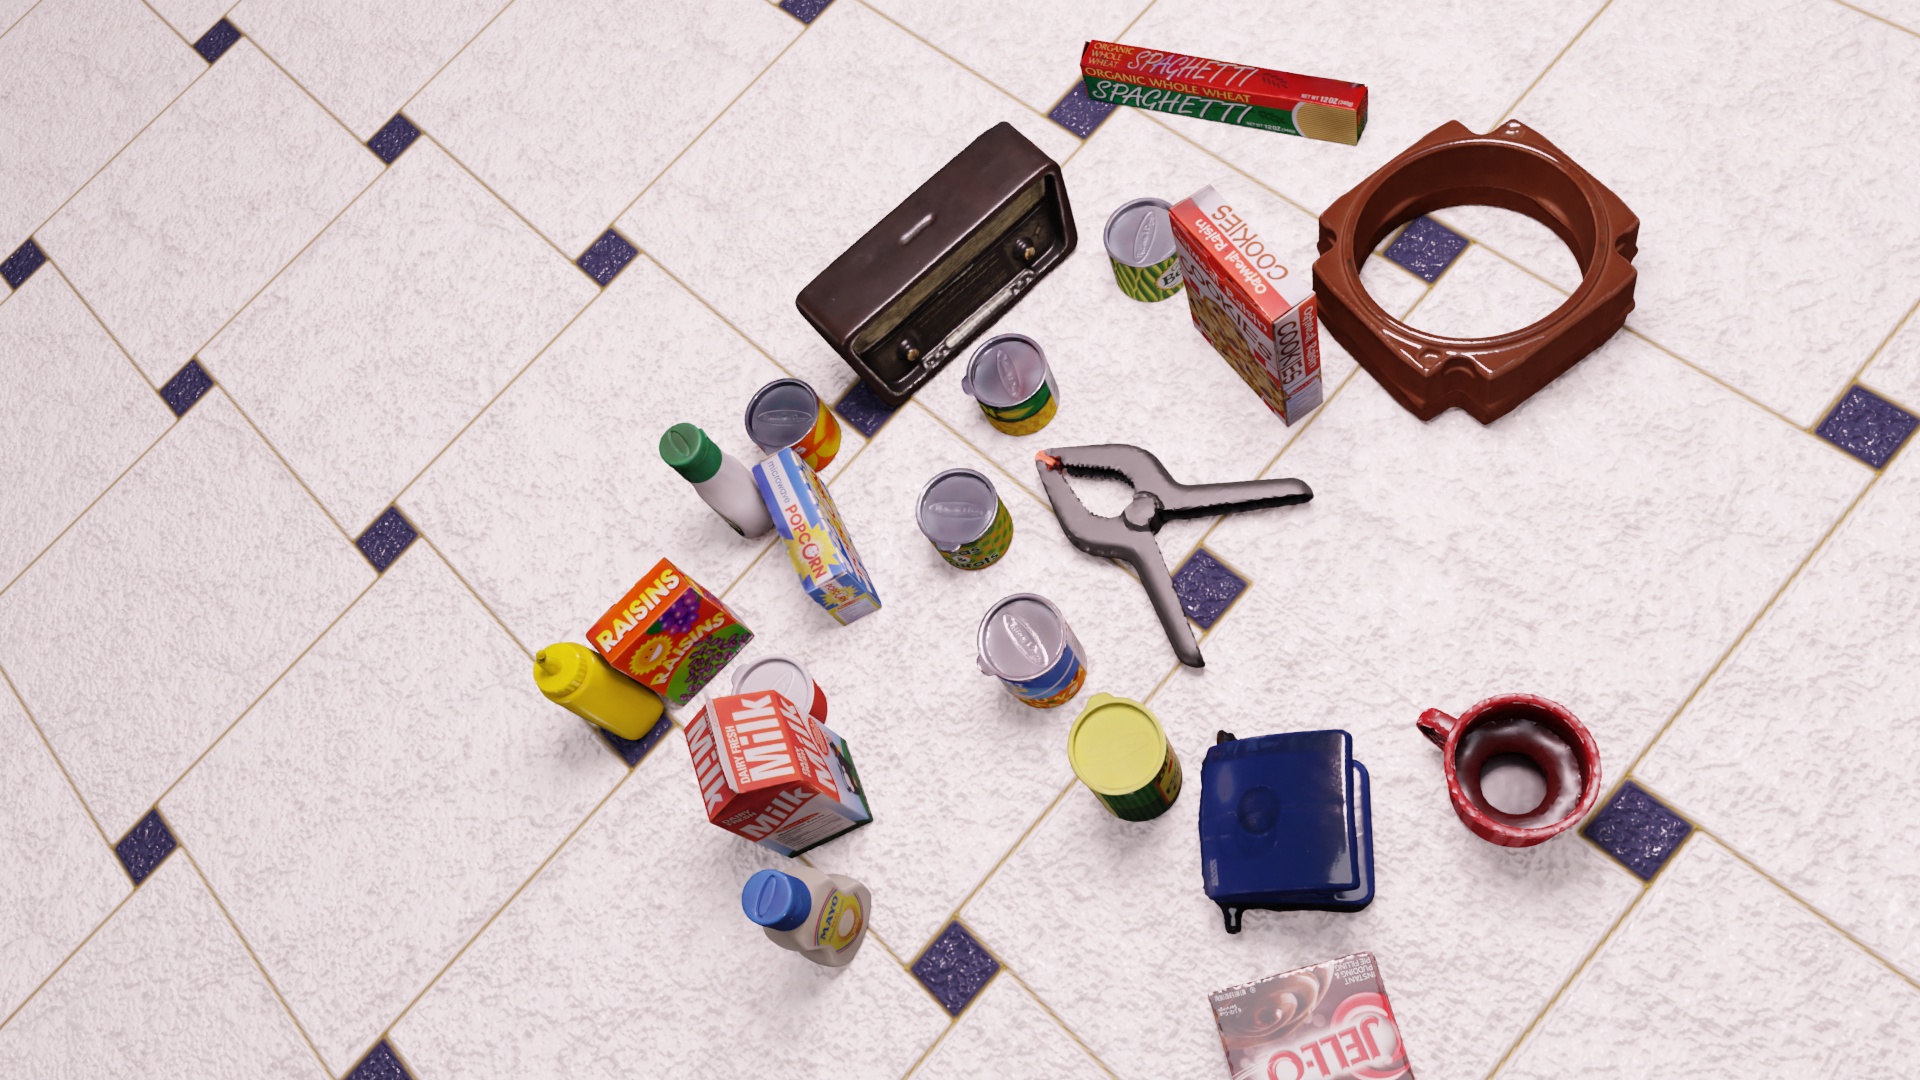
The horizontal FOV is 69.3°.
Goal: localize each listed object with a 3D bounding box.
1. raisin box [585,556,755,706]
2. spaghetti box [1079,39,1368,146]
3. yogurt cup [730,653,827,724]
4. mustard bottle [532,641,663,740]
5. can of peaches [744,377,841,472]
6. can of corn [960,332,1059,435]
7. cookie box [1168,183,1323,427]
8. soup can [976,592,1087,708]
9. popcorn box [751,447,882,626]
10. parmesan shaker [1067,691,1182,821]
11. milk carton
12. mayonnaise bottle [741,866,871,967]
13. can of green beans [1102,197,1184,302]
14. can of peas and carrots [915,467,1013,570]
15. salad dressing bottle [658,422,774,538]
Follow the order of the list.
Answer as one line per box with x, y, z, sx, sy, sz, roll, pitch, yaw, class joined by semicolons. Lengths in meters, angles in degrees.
-0.225;0.073;1.088;0.086;0.123;0.040;-45;64;-4;raisin box
0.221;-0.384;1.188;0.250;0.050;0.029;18;75;22;spaghetti box
-0.137;0.127;1.079;0.072;0.053;0.072;-6;67;14;yogurt cup
-0.288;0.110;1.070;0.065;0.160;0.049;30;80;25;mustard bottle
-0.141;-0.092;1.168;0.071;0.058;0.071;-6;67;14;can of peaches
0.041;-0.125;1.128;0.071;0.058;0.071;-6;67;14;can of corn
0.215;-0.171;1.036;0.040;0.167;0.123;-36;63;0;cookie box
0.052;0.084;1.025;0.071;0.083;0.071;-6;67;14;soup can
-0.115;-0.003;1.108;0.038;0.085;0.127;-29;64;4;popcorn box
0.116;0.152;0.968;0.071;0.103;0.071;-6;67;14;parmesan shaker
-0.134;0.164;0.986;0.073;0.190;0.072;-26;64;5;milk carton
-0.106;0.257;0.964;0.041;0.147;0.065;12;73;20;mayonnaise bottle
0.155;-0.238;1.142;0.071;0.057;0.071;-6;67;14;can of green beans
0.004;-0.014;1.093;0.071;0.058;0.071;-6;67;14;can of peas and carrots
-0.193;-0.048;1.115;0.044;0.147;0.064;-39;64;-1;salad dressing bottle
